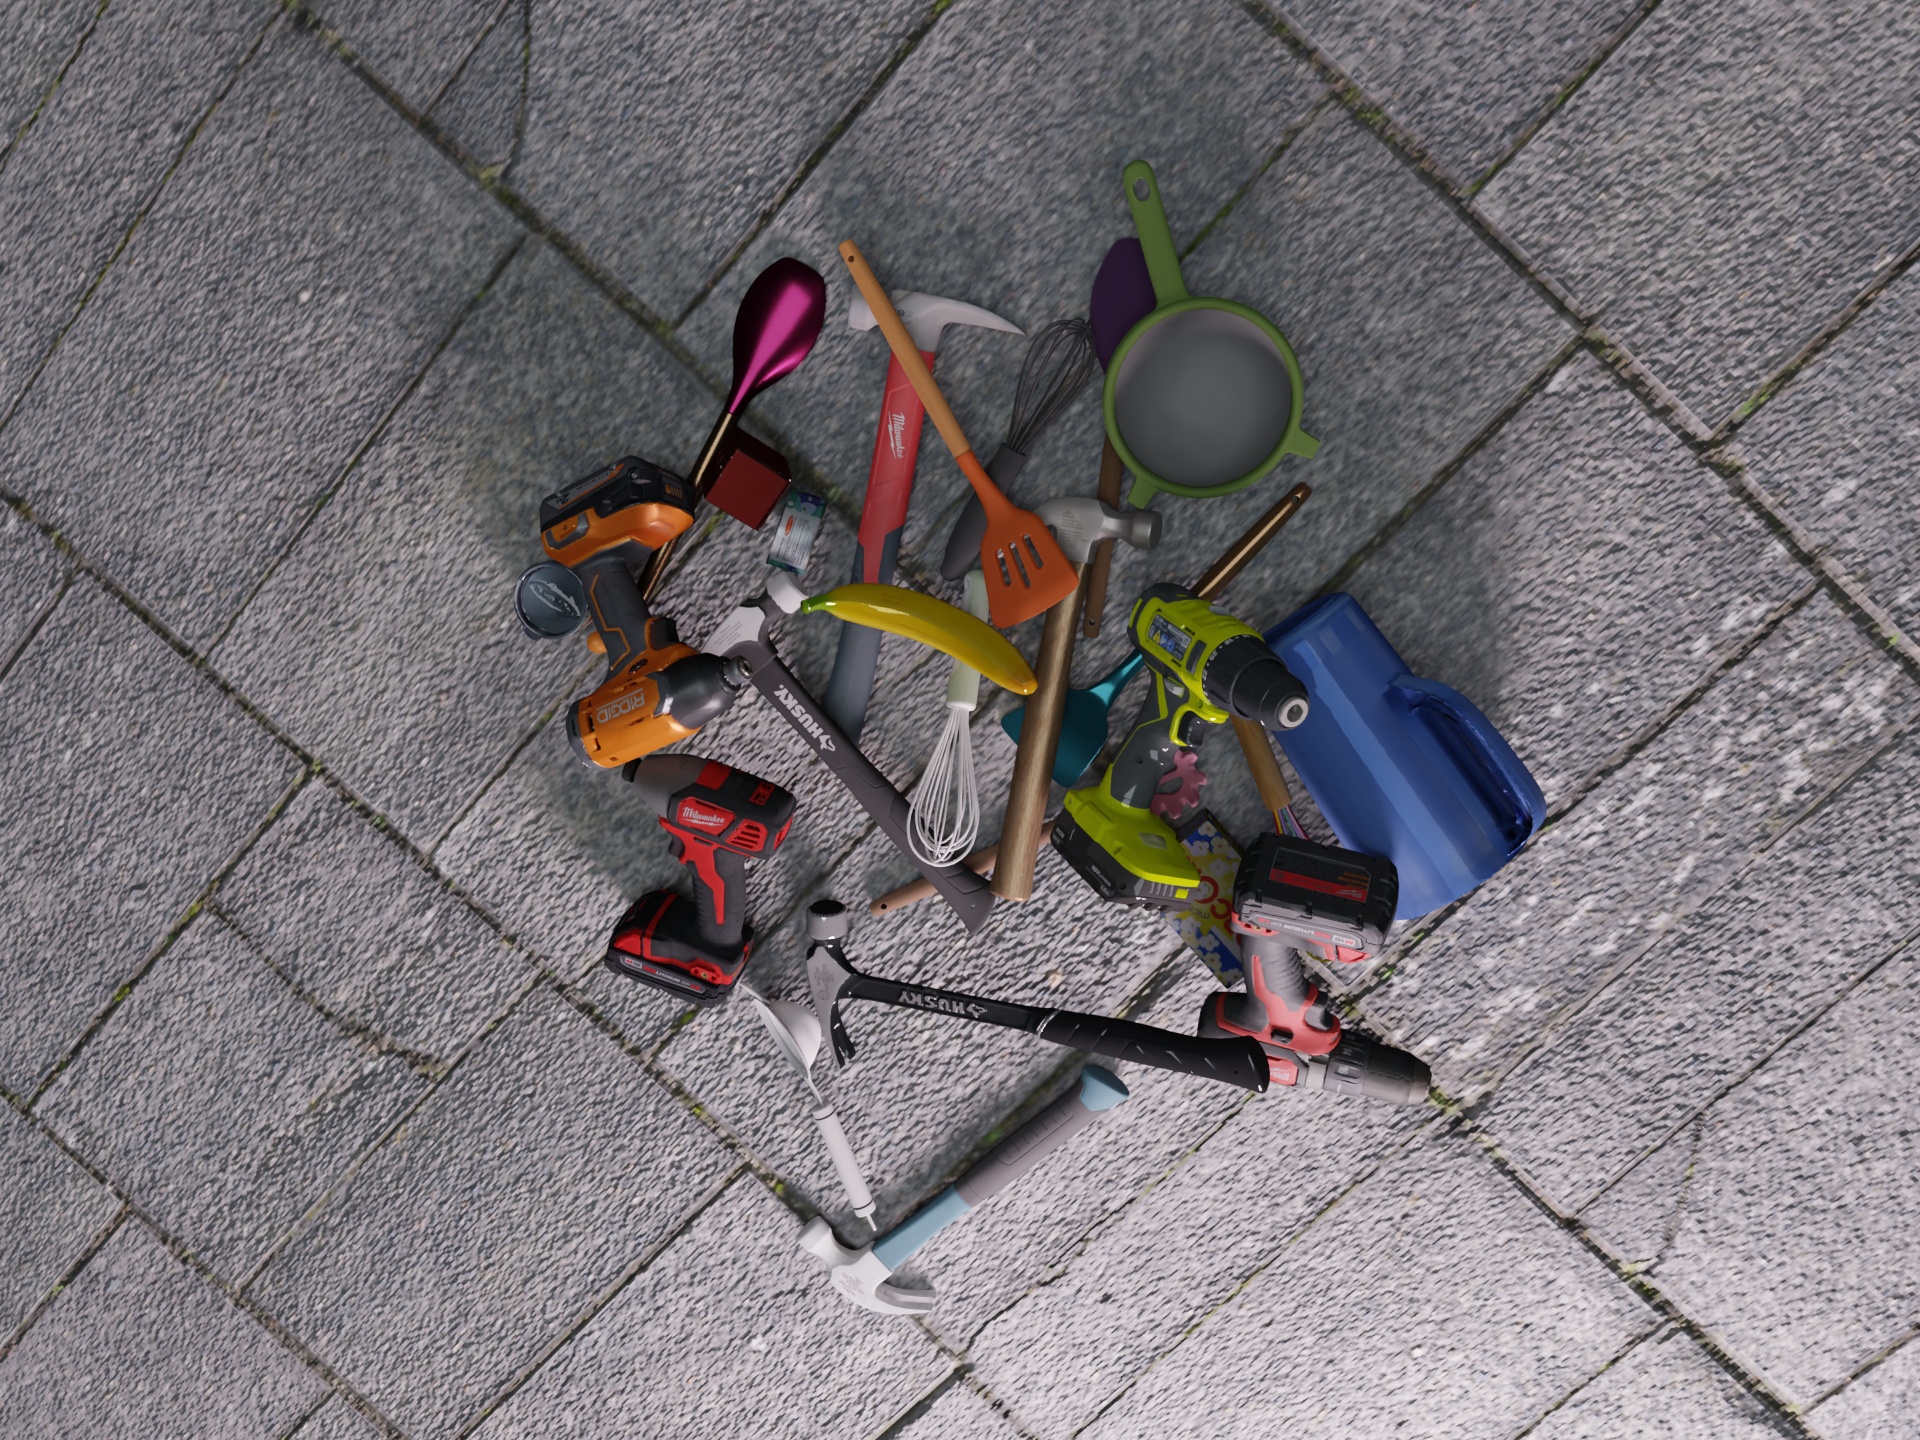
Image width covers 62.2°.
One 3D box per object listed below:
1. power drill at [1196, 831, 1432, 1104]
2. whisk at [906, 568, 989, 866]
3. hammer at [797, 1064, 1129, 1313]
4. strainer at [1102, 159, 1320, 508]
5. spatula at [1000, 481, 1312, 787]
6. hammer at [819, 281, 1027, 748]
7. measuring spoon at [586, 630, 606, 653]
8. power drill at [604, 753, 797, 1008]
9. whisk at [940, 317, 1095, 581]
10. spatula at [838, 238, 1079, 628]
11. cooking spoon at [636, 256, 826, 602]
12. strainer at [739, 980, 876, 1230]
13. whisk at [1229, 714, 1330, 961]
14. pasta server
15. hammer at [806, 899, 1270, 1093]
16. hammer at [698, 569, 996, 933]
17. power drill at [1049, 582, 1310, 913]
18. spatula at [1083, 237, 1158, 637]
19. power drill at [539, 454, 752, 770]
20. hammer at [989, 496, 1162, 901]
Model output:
[{"bbox_3d":[0.286,0.208,1.239,0.188,0.080,0.226,13,130,15],"label":"power drill"},{"bbox_3d":[-0.002,-0.004,1.288,0.059,0.058,0.246,11,80,-17],"label":"whisk"},{"bbox_3d":[0.012,0.414,1.419,0.331,0.033,0.128,-41,93,14],"label":"hammer"},{"bbox_3d":[0.171,-0.299,1.221,0.151,0.069,0.256,-16,98,13],"label":"strainer"},{"bbox_3d":[0.166,-0.076,1.296,0.082,0.044,0.317,44,100,-1],"label":"spatula"},{"bbox_3d":[-0.050,-0.151,1.302,0.143,0.038,0.386,12,104,4],"label":"hammer"},{"bbox_3d":[-0.267,-0.055,1.367,0.117,0.011,0.021,15,104,5],"label":"measuring spoon"},{"bbox_3d":[-0.227,0.125,1.333,0.143,0.079,0.219,21,124,3],"label":"power drill"},{"bbox_3d":[0.043,-0.214,1.270,0.055,0.055,0.239,29,109,1],"label":"whisk"},{"bbox_3d":[-0.012,-0.228,1.239,0.081,0.041,0.322,-27,97,24],"label":"spatula"},{"bbox_3d":[-0.200,-0.232,1.316,0.069,0.017,0.319,29,104,0],"label":"cooking spoon"},{"bbox_3d":[-0.123,0.334,1.397,0.050,0.087,0.258,-25,99,-21],"label":"strainer"},{"bbox_3d":[0.257,0.087,1.257,0.047,0.051,0.245,-23,106,4],"label":"whisk"},{"bbox_3d":[0.060,0.101,1.341,0.316,0.040,0.060,-25,89,14],"label":"pasta server"},{"bbox_3d":[0.054,0.253,1.321,0.409,0.036,0.149,7,109,24],"label":"hammer"},{"bbox_3d":[-0.089,0.047,1.315,0.146,0.035,0.334,-39,98,11],"label":"hammer"},{"bbox_3d":[0.166,0.027,1.204,0.080,0.191,0.228,11,109,-30],"label":"power drill"},{"bbox_3d":[0.121,-0.222,1.271,0.060,0.018,0.316,8,102,9],"label":"spatula"},{"bbox_3d":[-0.249,-0.090,1.268,0.164,0.084,0.227,-21,72,25],"label":"power drill"},{"bbox_3d":[0.067,-0.017,1.286,0.130,0.031,0.331,14,98,22],"label":"hammer"}]
